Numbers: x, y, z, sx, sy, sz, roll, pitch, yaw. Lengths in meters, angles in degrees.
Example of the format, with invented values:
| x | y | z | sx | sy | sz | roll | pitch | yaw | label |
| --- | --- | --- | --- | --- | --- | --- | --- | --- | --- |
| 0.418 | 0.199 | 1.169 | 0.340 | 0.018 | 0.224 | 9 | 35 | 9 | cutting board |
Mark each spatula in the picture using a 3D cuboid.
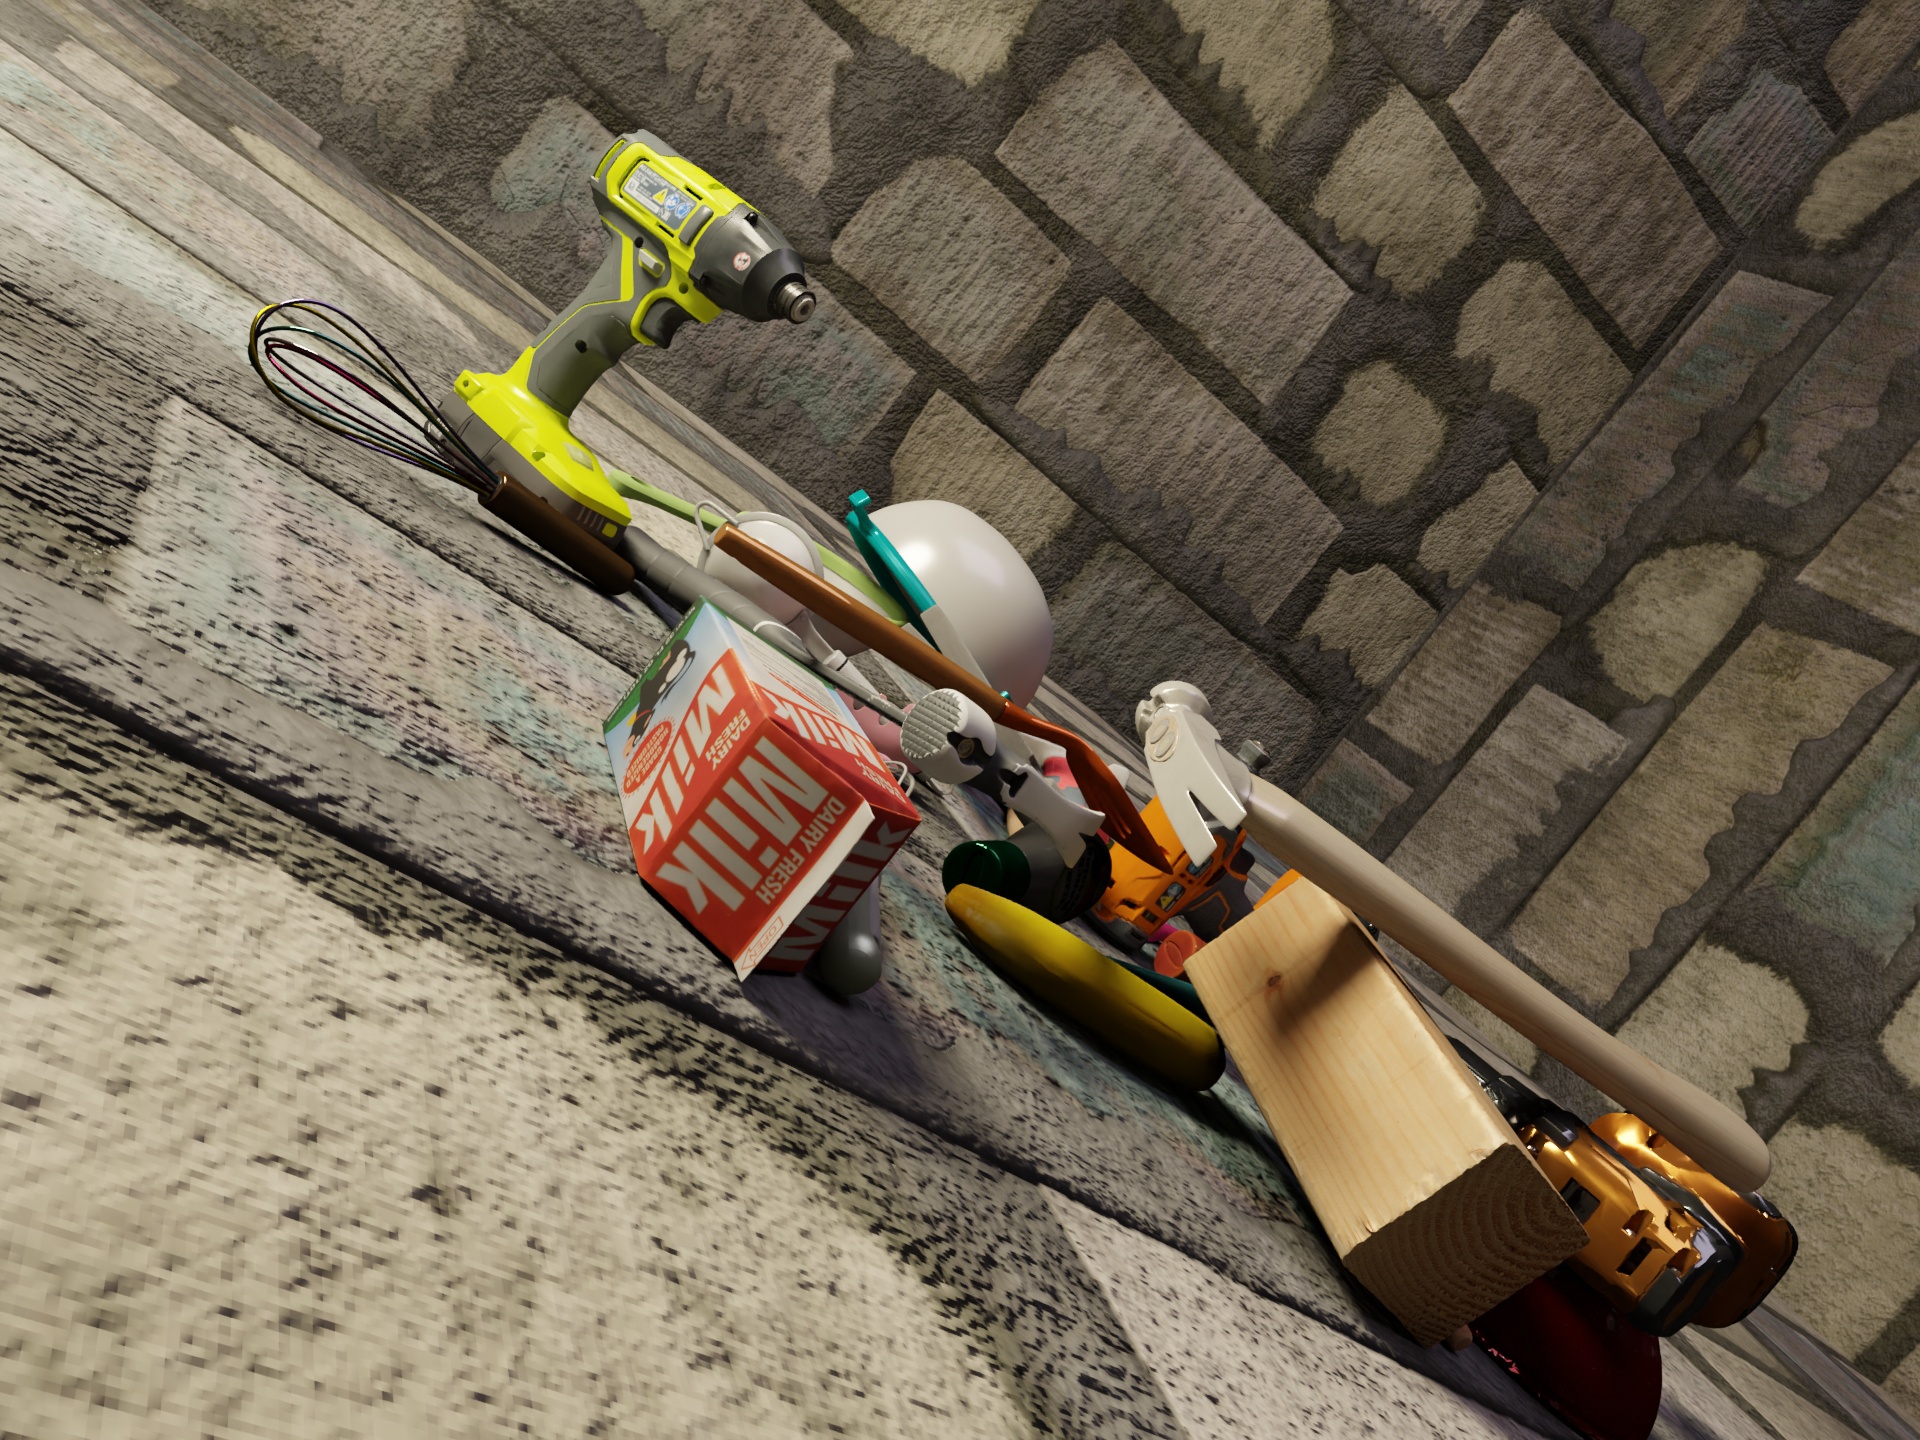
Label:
| x | y | z | sx | sy | sz | roll | pitch | yaw | label |
| --- | --- | --- | --- | --- | --- | --- | --- | --- | --- |
| 0.041 | 0.070 | 1.198 | 0.060 | 0.018 | 0.316 | 33 | 5 | -3 | spatula |
| -0.003 | -0.010 | 0.860 | 0.322 | 0.041 | 0.081 | 32 | 0 | -28 | spatula |
| 0.176 | 0.221 | 0.869 | 0.082 | 0.044 | 0.318 | 36 | 11 | -33 | spatula |

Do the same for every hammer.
| x | y | z | sx | sy | sz | roll | pitch | yaw | label |
| --- | --- | --- | --- | --- | --- | --- | --- | --- | --- |
| 0.257 | 0.127 | 0.783 | 0.410 | 0.038 | 0.146 | 35 | 17 | -15 | hammer |
| -0.002 | -0.004 | 1.114 | 0.149 | 0.036 | 0.359 | 56 | -4 | -4 | hammer |
| 0.062 | 0.049 | 1.195 | 0.143 | 0.038 | 0.386 | 21 | 5 | 2 | hammer |
| -0.082 | -0.033 | 0.848 | 0.409 | 0.036 | 0.149 | 31 | -5 | 46 | hammer |

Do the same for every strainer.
| x | y | z | sx | sy | sz | roll | pitch | yaw | label |
| --- | --- | --- | --- | --- | --- | --- | --- | --- | --- |
| -0.153 | -0.101 | 1.134 | 0.256 | 0.069 | 0.152 | 23 | 16 | -39 | strainer |
| 0.010 | -0.086 | 1.276 | 0.211 | 0.095 | 0.340 | 55 | -2 | 6 | strainer |
| -0.090 | -0.044 | 1.062 | 0.258 | 0.087 | 0.050 | 48 | 12 | -13 | strainer |

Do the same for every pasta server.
| x | y | z | sx | sy | sz | roll | pitch | yaw | label |
| --- | --- | --- | --- | --- | --- | --- | --- | --- | --- |
| -0.140 | -0.062 | 1.018 | 0.316 | 0.040 | 0.060 | 37 | -19 | 2 | pasta server |

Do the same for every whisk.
| x | y | z | sx | sy | sz | roll | pitch | yaw | label |
| --- | --- | --- | --- | --- | --- | --- | --- | --- | --- |
| -0.046 | 0.056 | 0.677 | 0.059 | 0.057 | 0.246 | -4 | 16 | -3 | whisk |
| -0.262 | -0.129 | 0.824 | 0.244 | 0.051 | 0.047 | 38 | 25 | -44 | whisk |

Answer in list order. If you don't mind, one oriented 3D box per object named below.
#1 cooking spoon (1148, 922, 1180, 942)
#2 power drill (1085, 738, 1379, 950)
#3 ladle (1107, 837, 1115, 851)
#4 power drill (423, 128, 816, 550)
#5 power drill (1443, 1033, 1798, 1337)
| x | y | z | sx | sy | sz | roll | pitch | yaw | label |
| --- | --- | --- | --- | --- | --- | --- | --- | --- | --- |
| 0.180 | 0.176 | 1.224 | 0.318 | 0.017 | 0.069 | 34 | 10 | -37 | cooking spoon |
| 0.201 | 0.116 | 1.123 | 0.226 | 0.164 | 0.084 | 36 | 7 | -38 | power drill |
| 0.128 | 0.094 | 1.368 | 0.078 | 0.062 | 0.320 | 33 | 5 | -17 | ladle |
| -0.196 | -0.215 | 0.930 | 0.171 | 0.223 | 0.080 | 41 | 7 | 25 | power drill |
| 0.348 | 0.251 | 0.873 | 0.226 | 0.084 | 0.186 | 24 | 13 | -48 | power drill |
